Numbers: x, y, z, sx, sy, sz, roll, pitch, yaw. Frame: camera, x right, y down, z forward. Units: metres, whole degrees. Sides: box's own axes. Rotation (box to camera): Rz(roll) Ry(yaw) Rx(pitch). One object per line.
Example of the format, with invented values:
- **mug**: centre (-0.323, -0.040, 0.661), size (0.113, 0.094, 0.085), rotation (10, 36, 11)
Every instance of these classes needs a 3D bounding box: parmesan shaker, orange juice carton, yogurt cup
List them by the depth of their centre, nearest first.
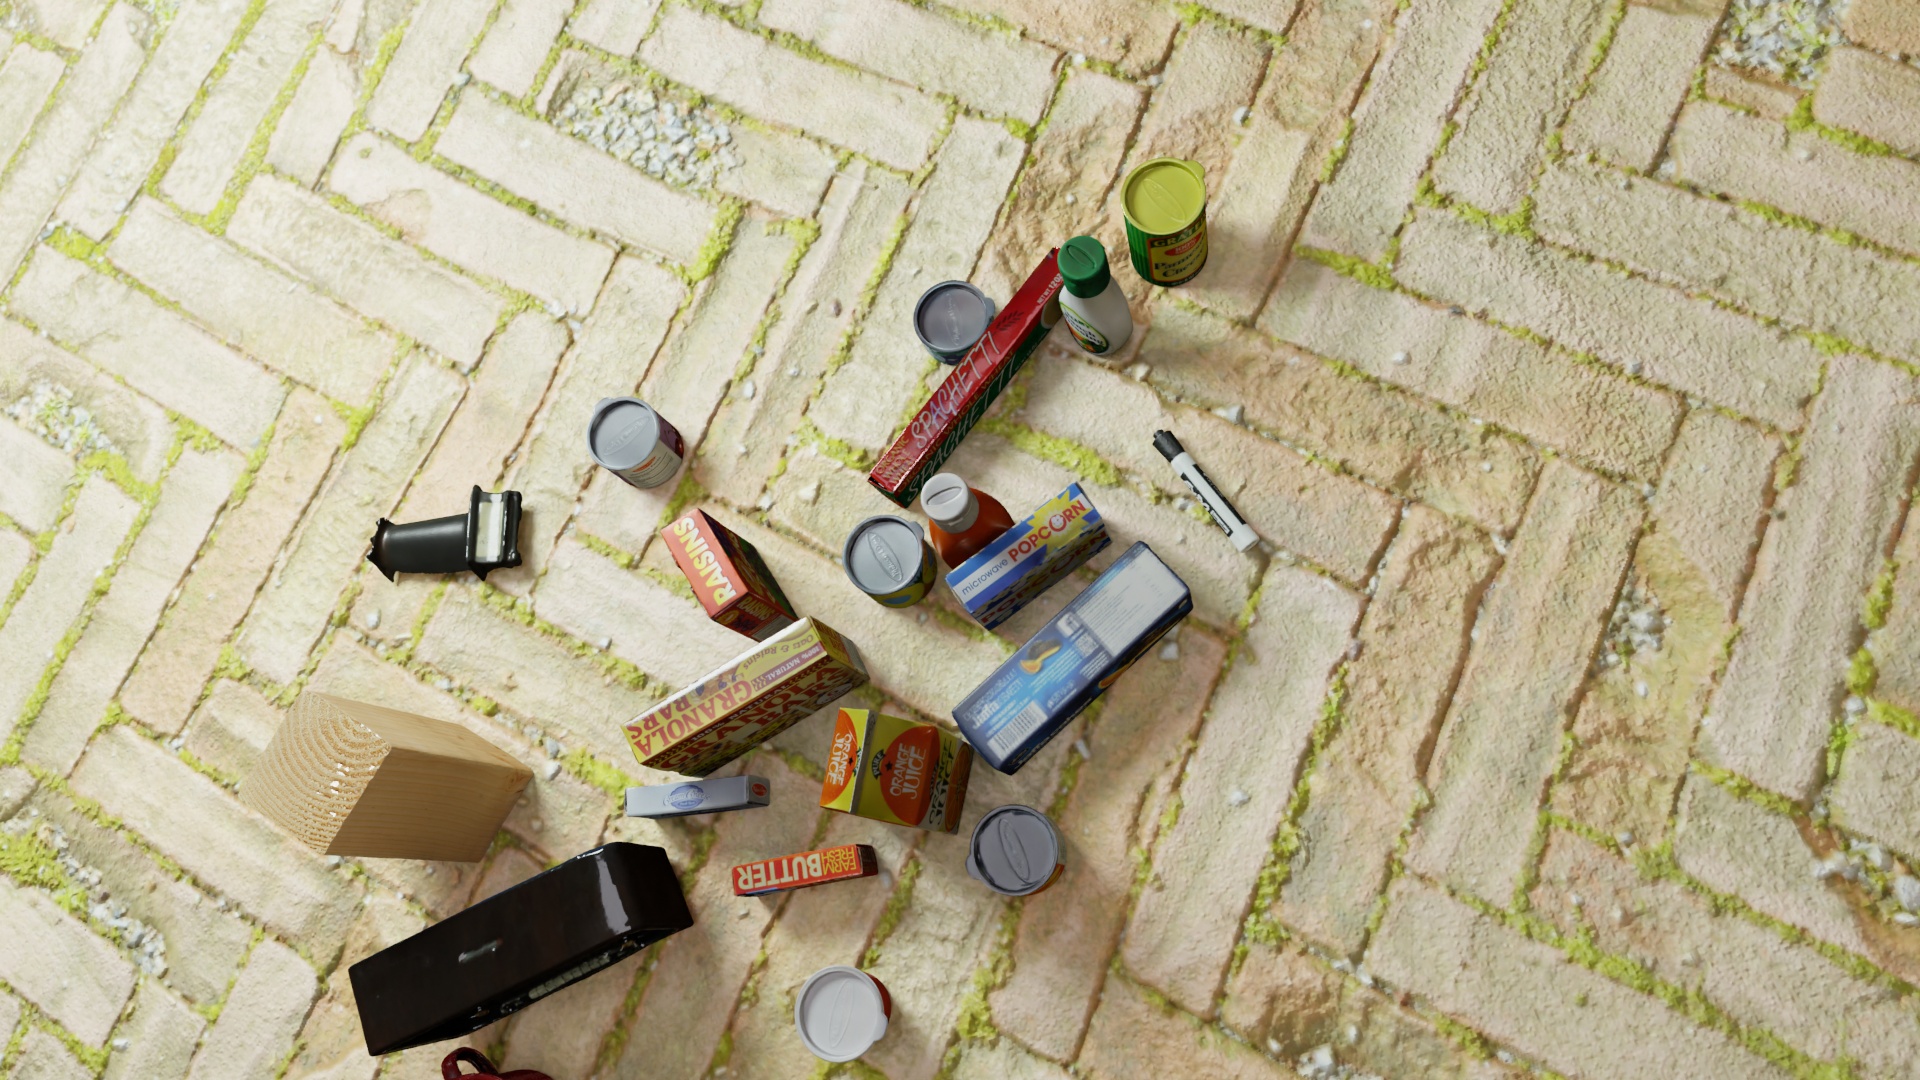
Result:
- **orange juice carton**: centre (-0.048, 0.169, 1.010), size (0.073, 0.192, 0.072), rotation (9, 78, 14)
- **yogurt cup**: centre (-0.084, 0.353, 1.042), size (0.072, 0.054, 0.072), rotation (-3, 75, 11)
- **parmesan shaker**: centre (0.169, -0.257, 1.126), size (0.071, 0.103, 0.071), rotation (-3, 75, 11)

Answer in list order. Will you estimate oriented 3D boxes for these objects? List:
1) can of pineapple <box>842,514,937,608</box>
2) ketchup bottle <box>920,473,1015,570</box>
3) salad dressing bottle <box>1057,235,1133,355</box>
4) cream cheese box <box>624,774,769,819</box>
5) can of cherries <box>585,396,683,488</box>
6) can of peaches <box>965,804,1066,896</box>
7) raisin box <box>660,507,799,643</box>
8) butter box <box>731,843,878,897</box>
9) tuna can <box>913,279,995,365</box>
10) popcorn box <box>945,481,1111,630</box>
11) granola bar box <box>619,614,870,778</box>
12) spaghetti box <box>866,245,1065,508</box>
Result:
- **can of pineapple**: centre (-0.054, 0.017, 1.122), size (0.071, 0.057, 0.071), rotation (-3, 75, 11)
- **ketchup bottle**: centre (0.004, -0.013, 1.071), size (0.065, 0.148, 0.043), rotation (-24, 72, 5)
- **salad dressing bottle**: centre (0.104, -0.193, 1.099), size (0.064, 0.147, 0.044), rotation (43, 88, 18)
- **cream cheese box**: centre (-0.209, 0.205, 1.107), size (0.104, 0.053, 0.024), rotation (-8, 74, 10)
- **can of cherries**: centre (-0.280, -0.086, 1.196), size (0.071, 0.058, 0.071), rotation (-3, 75, 11)
- **can of peaches**: centre (0.042, 0.234, 1.045), size (0.071, 0.058, 0.071), rotation (-3, 75, 11)
- **raisin box**: centre (-0.183, 0.031, 1.111), size (0.040, 0.123, 0.086), rotation (-34, 72, 2)
- **butter box**: centre (-0.120, 0.256, 1.075), size (0.103, 0.053, 0.024), rotation (-12, 74, 8)
- **tuna can**: centre (-0.002, -0.185, 1.179), size (0.071, 0.032, 0.071), rotation (-3, 75, 11)
- **popcorn box**: centre (0.055, 0.015, 1.086), size (0.127, 0.085, 0.038), rotation (-36, 72, 1)
- **granola bar box**: centre (-0.162, 0.125, 1.081), size (0.165, 0.124, 0.039), rotation (-31, 72, 3)
- **spaghetti box**: centre (0.015, -0.134, 1.152), size (0.029, 0.050, 0.250), rotation (37, 85, 18)
